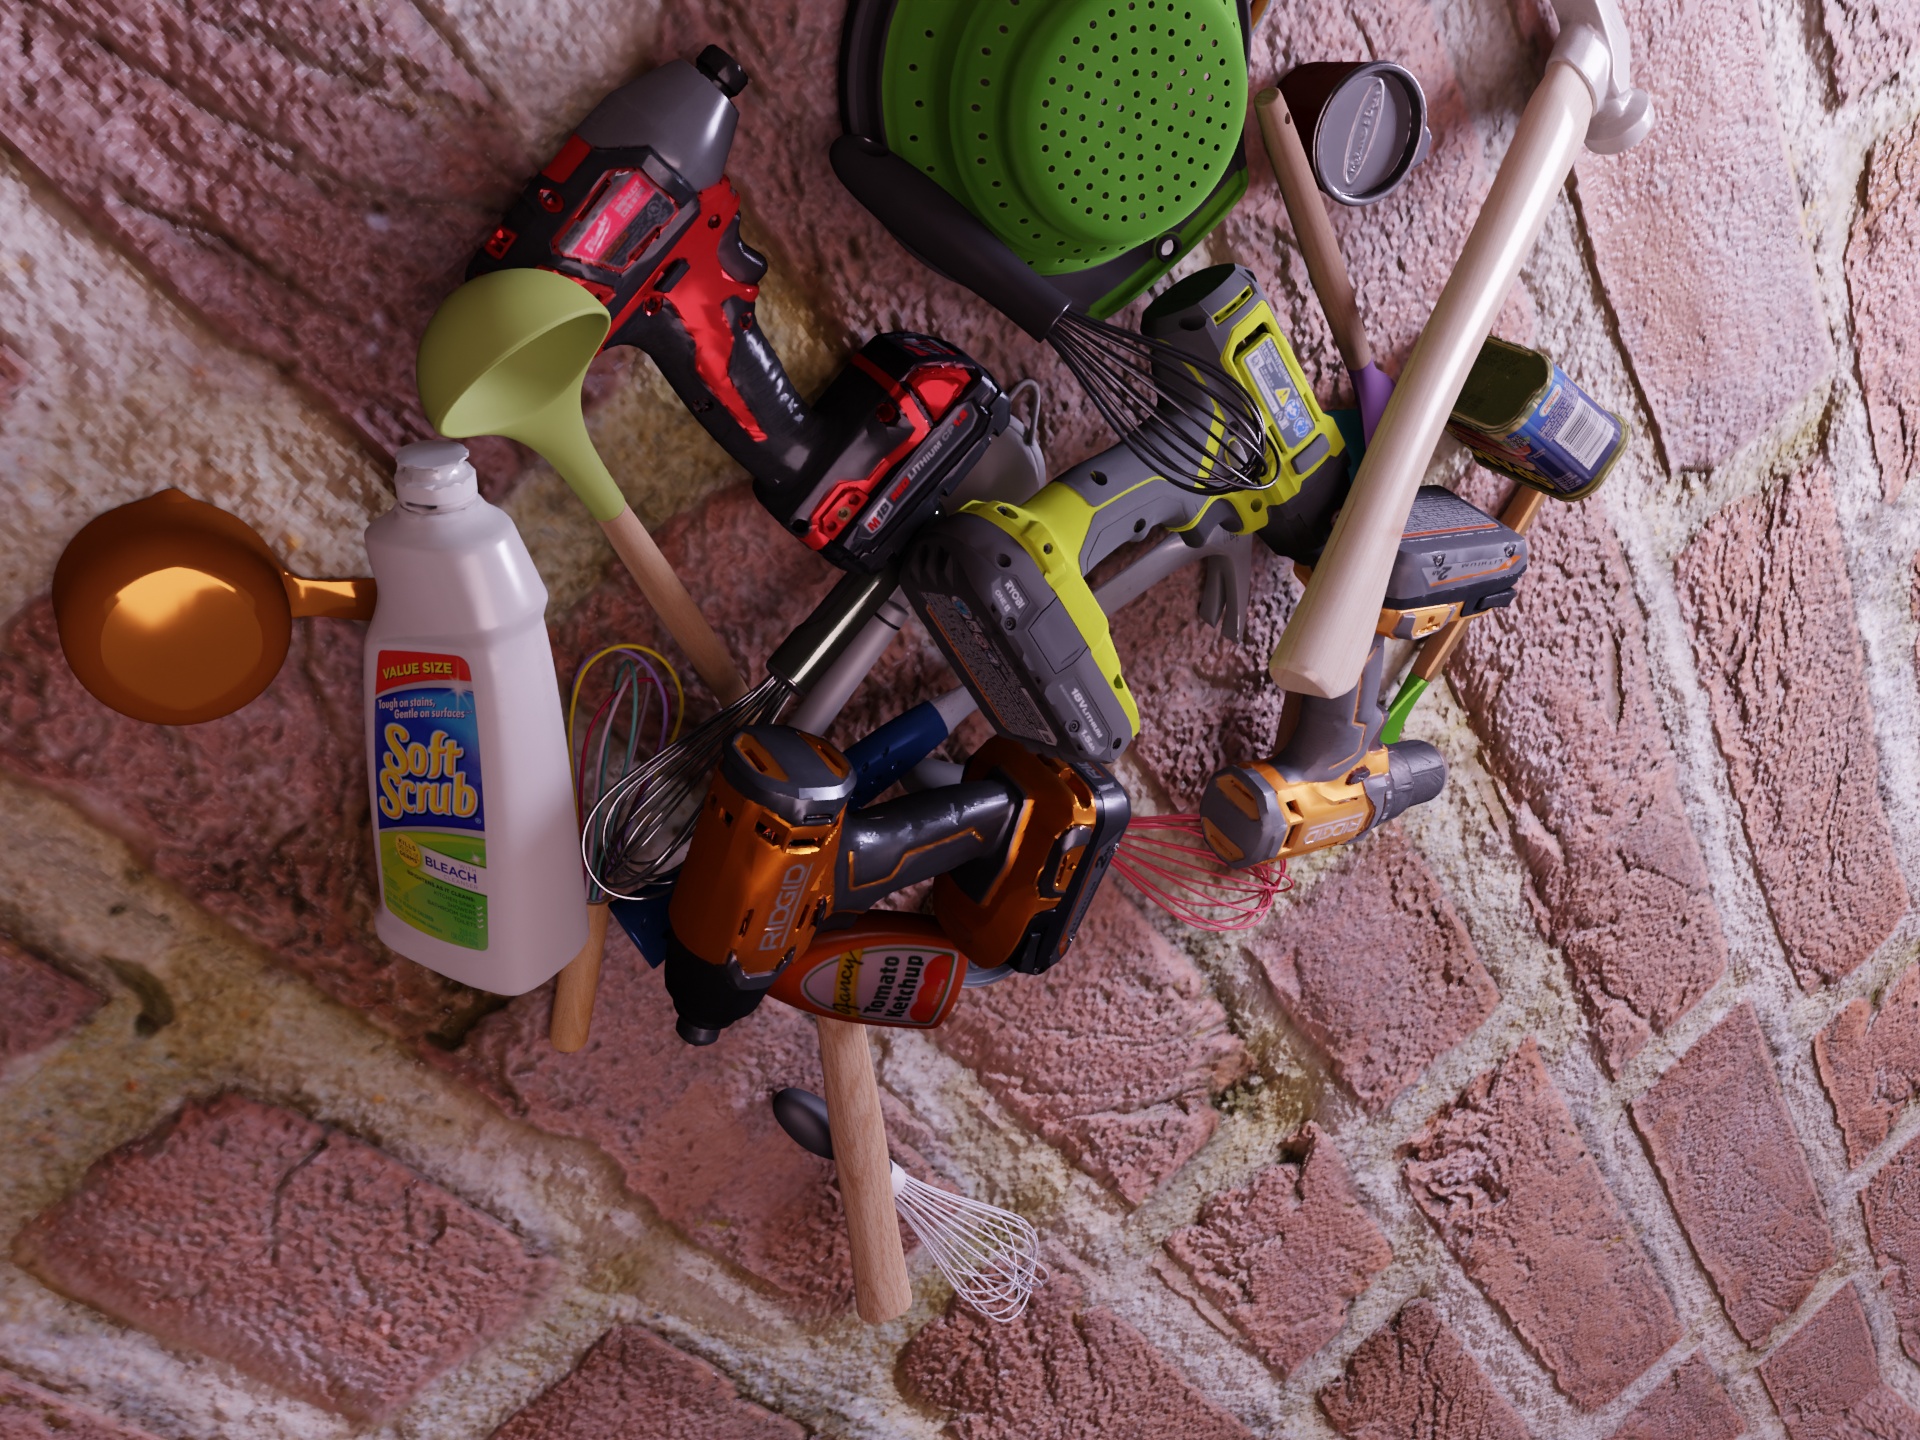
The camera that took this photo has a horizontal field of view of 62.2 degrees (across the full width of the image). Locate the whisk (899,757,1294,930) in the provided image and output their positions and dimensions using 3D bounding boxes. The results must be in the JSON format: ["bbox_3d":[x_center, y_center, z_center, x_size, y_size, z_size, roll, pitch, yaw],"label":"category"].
[{"bbox_3d":[0.087,0.070,0.952,0.295,0.073,0.073,20,106,-31],"label":"whisk"}]

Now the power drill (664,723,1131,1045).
[{"bbox_3d":[-0.038,0.081,0.778,0.226,0.084,0.164,-1,123,-41],"label":"power drill"}]

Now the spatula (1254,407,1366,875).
[{"bbox_3d":[0.207,-0.034,0.983,0.082,0.044,0.317,-14,128,-25],"label":"spatula"}]

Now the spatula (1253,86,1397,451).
[{"bbox_3d":[0.205,-0.209,0.841,0.315,0.018,0.060,48,59,-51],"label":"spatula"}]

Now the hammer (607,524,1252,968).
[{"bbox_3d":[-0.001,-0.003,0.837,0.405,0.035,0.143,-36,137,-14],"label":"hammer"}]

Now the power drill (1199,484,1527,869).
[{"bbox_3d":[0.248,-0.021,0.935,0.185,0.084,0.226,-10,129,-34],"label":"power drill"}]

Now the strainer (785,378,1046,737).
[{"bbox_3d":[-0.030,-0.061,0.818,0.086,0.050,0.258,29,104,-35],"label":"strainer"}]

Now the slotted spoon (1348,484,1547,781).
[{"bbox_3d":[0.310,-0.051,1.030,0.070,0.031,0.313,21,104,-36],"label":"slotted spoon"}]

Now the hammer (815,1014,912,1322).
[{"bbox_3d":[-0.067,0.216,0.932,0.130,0.031,0.331,-14,113,-20],"label":"hammer"}]

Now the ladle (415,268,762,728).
[{"bbox_3d":[-0.137,-0.069,0.695,0.078,0.062,0.319,-37,145,-9],"label":"ladle"}]

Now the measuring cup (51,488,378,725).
[{"bbox_3d":[-0.284,-0.042,0.670,0.173,0.052,0.095,-1,118,-29],"label":"measuring cup"}]

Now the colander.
[{"bbox_3d":[0.010,-0.318,0.643,0.204,0.095,0.396,-42,128,5],"label":"colander"}]

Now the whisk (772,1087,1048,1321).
[{"bbox_3d":[-0.030,0.312,1.030,0.070,0.070,0.284,-43,125,-1],"label":"whisk"}]

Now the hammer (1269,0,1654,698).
[{"bbox_3d":[0.245,-0.201,0.800,0.146,0.038,0.411,39,73,-41],"label":"hammer"}]

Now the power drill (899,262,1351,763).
[{"bbox_3d":[0.095,-0.088,0.770,0.223,0.080,0.171,-42,116,-18],"label":"power drill"}]

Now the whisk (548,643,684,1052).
[{"bbox_3d":[-0.181,0.071,0.807,0.047,0.051,0.244,-5,123,-35],"label":"whisk"}]

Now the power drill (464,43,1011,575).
[{"bbox_3d":[-0.087,-0.175,0.695,0.219,0.079,0.143,37,96,-36],"label":"power drill"}]

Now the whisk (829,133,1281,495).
[{"bbox_3d":[0.041,-0.175,0.686,0.239,0.055,0.055,37,96,-4],"label":"whisk"}]

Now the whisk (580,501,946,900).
[{"bbox_3d":[-0.090,-0.014,0.761,0.059,0.058,0.246,43,82,-22],"label":"whisk"}]
